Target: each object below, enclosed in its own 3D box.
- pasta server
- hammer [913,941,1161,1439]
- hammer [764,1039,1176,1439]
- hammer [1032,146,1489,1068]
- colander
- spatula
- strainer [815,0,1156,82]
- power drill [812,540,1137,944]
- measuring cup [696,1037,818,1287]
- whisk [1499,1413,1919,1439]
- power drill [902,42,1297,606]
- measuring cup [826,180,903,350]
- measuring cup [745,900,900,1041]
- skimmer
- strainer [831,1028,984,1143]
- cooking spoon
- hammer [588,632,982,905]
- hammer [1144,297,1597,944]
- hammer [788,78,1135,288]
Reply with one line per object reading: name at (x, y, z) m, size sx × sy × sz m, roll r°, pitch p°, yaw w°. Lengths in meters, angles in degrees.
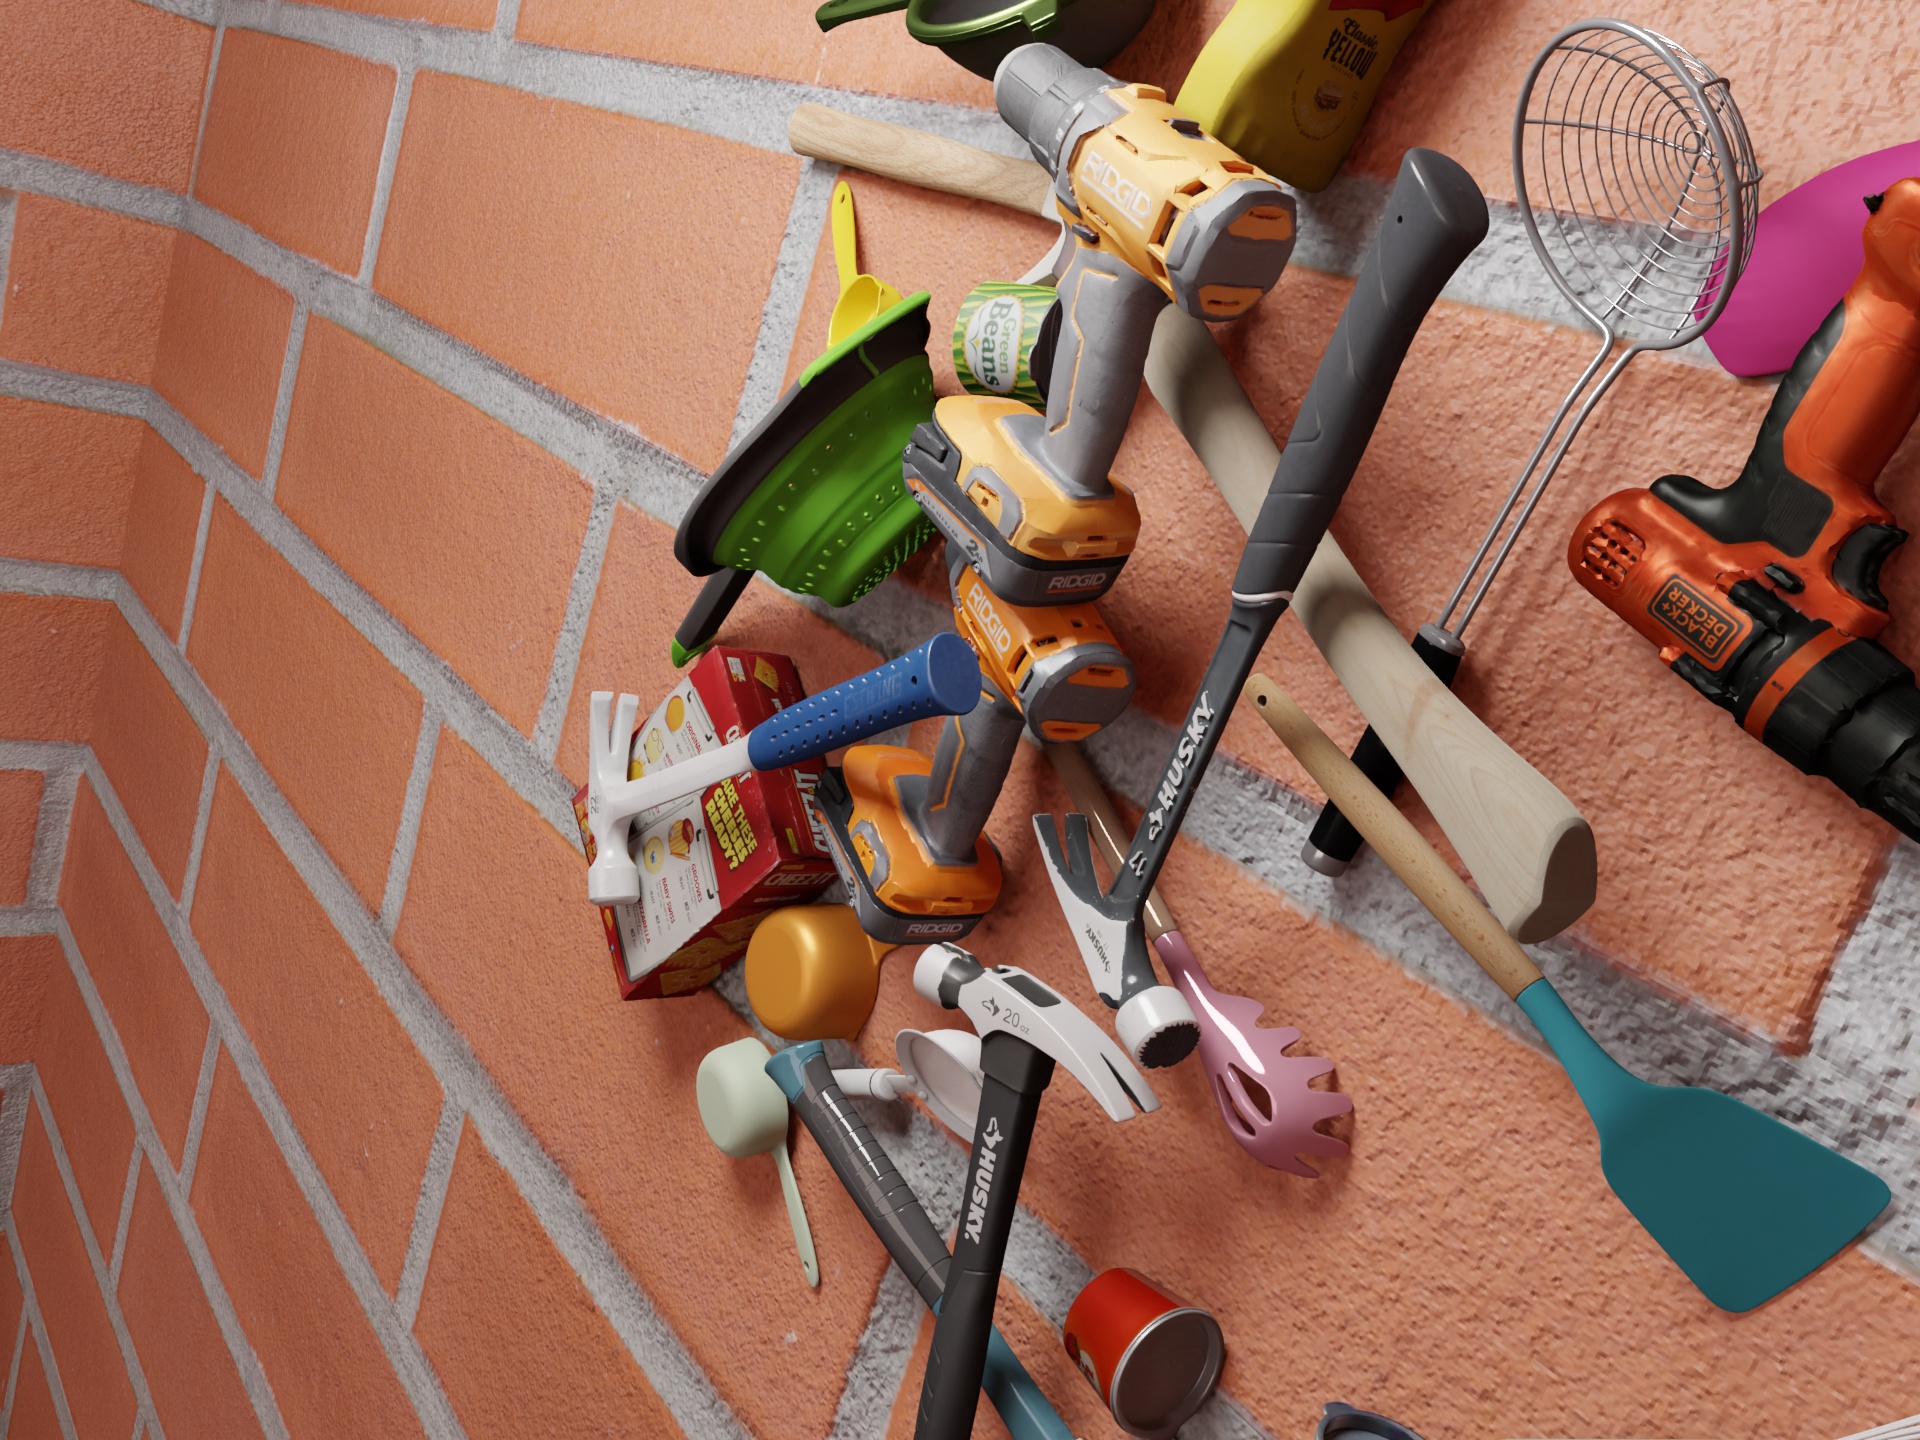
pasta server at (0.100, 0.091, 0.820) m, size 0.060 × 0.040 × 0.317 m, roll -53°, pitch 47°, yaw 31°
hammer at (0.010, 0.295, 0.823) m, size 0.146 × 0.035 × 0.334 m, roll 21°, pitch 105°, yaw 41°
hammer at (-0.013, 0.310, 0.891) m, size 0.331 × 0.033 × 0.128 m, roll 50°, pitch 123°, yaw 30°
hammer at (0.122, -0.041, 0.688) m, size 0.149 × 0.036 × 0.408 m, roll -119°, pitch 39°, yaw -46°
colander at (-0.097, -0.102, 1.006) m, size 0.094 × 0.204 × 0.397 m, roll 46°, pitch 145°, yaw 1°
spatula at (0.220, 0.091, 0.651) m, size 0.318 × 0.044 × 0.082 m, roll 54°, pitch 126°, yaw 32°
strainer at (0.014, -0.394, 0.902) m, size 0.256 × 0.069 × 0.151 m, roll 14°, pitch 56°, yaw 45°
power drill at (-0.001, -0.003, 0.880) m, size 0.226 × 0.084 × 0.164 m, roll -60°, pitch 41°, yaw 33°
measuring cup at (-0.133, 0.293, 1.044) m, size 0.083 × 0.038 × 0.168 m, roll -48°, pitch 57°, yaw 51°
whisk at (0.293, 0.272, 0.572) m, size 0.246 × 0.059 × 0.058 m, roll -29°, pitch 29°, yaw 47°
power drill at (0.047, -0.192, 0.759) m, size 0.186 × 0.084 × 0.226 m, roll 52°, pitch 134°, yaw 33°
measuring cup at (-0.064, -0.296, 1.047) m, size 0.062 × 0.029 × 0.157 m, roll -38°, pitch 48°, yaw 40°
measuring cup at (-0.074, 0.142, 0.987) m, size 0.173 × 0.052 × 0.095 m, roll -38°, pitch 60°, yaw 42°
skimmer at (0.209, -0.093, 0.661) m, size 0.363 × 0.090 × 0.127 m, roll -67°, pitch 31°, yaw 21°
strainer at (-0.039, 0.215, 0.952) m, size 0.258 × 0.050 × 0.087 m, roll -17°, pitch 108°, yaw 52°
cooking spoon at (0.389, -0.226, 0.526) m, size 0.319 × 0.017 × 0.069 m, roll -39°, pitch 59°, yaw 40°
hammer at (-0.126, 0.014, 0.945) m, size 0.405 × 0.035 × 0.144 m, roll -20°, pitch 71°, yaw 50°
hammer at (0.148, -0.069, 0.711) m, size 0.146 × 0.038 × 0.411 m, roll -64°, pitch 36°, yaw 40°
hammer at (-0.012, -0.340, 0.980) m, size 0.332 × 0.031 × 0.130 m, roll 34°, pitch 111°, yaw 45°
